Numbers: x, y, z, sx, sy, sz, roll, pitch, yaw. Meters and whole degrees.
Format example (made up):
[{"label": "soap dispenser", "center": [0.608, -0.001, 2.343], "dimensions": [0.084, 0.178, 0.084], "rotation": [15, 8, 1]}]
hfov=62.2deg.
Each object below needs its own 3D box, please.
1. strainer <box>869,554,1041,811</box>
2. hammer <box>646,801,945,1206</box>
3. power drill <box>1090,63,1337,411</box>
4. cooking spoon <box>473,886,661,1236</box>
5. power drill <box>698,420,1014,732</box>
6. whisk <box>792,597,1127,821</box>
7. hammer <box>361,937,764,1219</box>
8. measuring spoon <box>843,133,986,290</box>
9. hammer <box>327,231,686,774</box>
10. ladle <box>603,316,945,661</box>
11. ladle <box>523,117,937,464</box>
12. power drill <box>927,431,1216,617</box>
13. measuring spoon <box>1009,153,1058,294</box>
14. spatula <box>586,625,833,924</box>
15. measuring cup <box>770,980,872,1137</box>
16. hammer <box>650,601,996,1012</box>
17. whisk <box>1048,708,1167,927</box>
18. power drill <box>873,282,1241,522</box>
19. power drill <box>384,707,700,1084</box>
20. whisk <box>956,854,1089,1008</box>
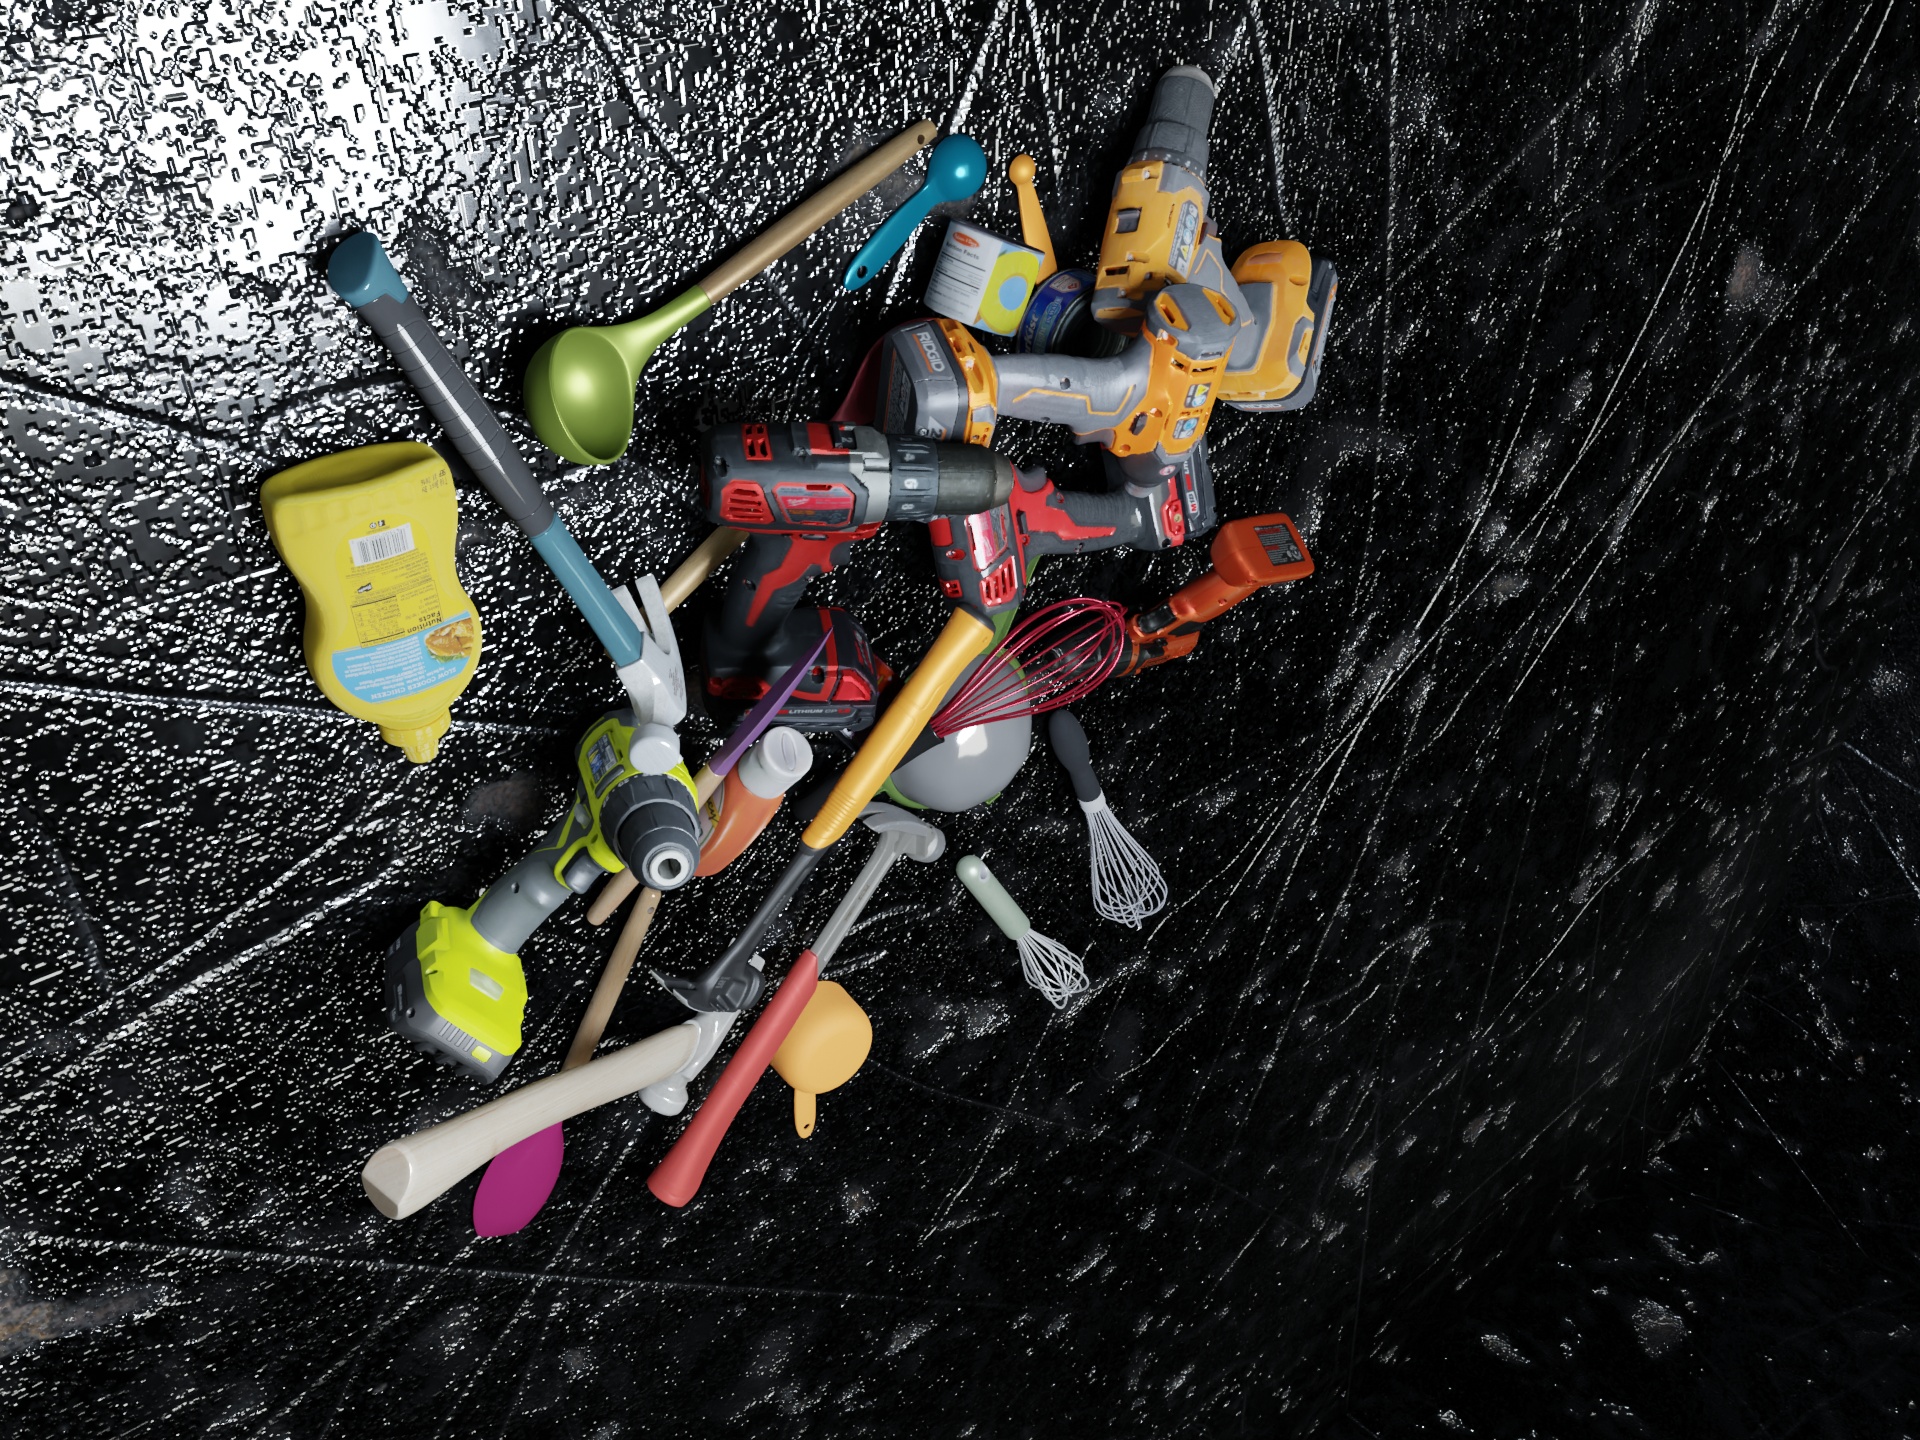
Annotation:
[{"label": "strainer", "center": [0.030, -0.028, 1.238], "dimensions": [0.151, 0.069, 0.256], "rotation": [3, 117, -44]}, {"label": "hammer", "center": [-0.140, 0.222, 1.236], "dimensions": [0.359, 0.037, 0.149], "rotation": [-57, 157, 3]}, {"label": "power drill", "center": [0.185, -0.338, 1.141], "dimensions": [0.226, 0.084, 0.185], "rotation": [19, 82, -48]}, {"label": "cooking spoon", "center": [-0.289, 0.260, 1.188], "dimensions": [0.068, 0.017, 0.319], "rotation": [10, 111, -47]}, {"label": "power drill", "center": [-0.075, -0.093, 1.004], "dimensions": [0.188, 0.080, 0.226], "rotation": [-1, 140, -15]}, {"label": "whisk", "center": [-0.002, -0.004, 1.175], "dimensions": [0.296, 0.073, 0.073], "rotation": [-32, 141, 12]}, {"label": "hammer", "center": [-0.250, 0.238, 1.058], "dimensions": [0.146, 0.038, 0.410], "rotation": [-59, 167, 8]}, {"label": "measuring spoon", "center": [-0.026, -0.320, 1.013], "dimensions": [0.128, 0.021, 0.042], "rotation": [-49, 139, -6]}, {"label": "hammer", "center": [-0.245, -0.122, 0.899], "dimensions": [0.033, 0.128, 0.330], "rotation": [-21, 128, 10]}, {"label": "ladle", "center": [-0.118, -0.153, 1.046], "dimensions": [0.315, 0.031, 0.069], "rotation": [-46, 145, -5]}, {"label": "ladle", "center": [-0.126, -0.263, 0.939], "dimensions": [0.320, 0.062, 0.078], "rotation": [-42, 134, -16]}, {"label": "power drill", "center": [0.073, -0.171, 1.163], "dimensions": [0.219, 0.079, 0.143], "rotation": [-21, 110, -25]}, {"label": "measuring spoon", "center": [0.054, -0.332, 1.087], "dimensions": [0.021, 0.011, 0.116], "rotation": [-38, 139, -17]}, {"label": "spatula", "center": [-0.172, 0.047, 1.043], "dimensions": [0.315, 0.018, 0.060], "rotation": [-46, -170, 35]}, {"label": "measuring cup", "center": [-0.119, 0.304, 1.349], "dimensions": [0.095, 0.052, 0.173], "rotation": [-19, 127, -33]}, {"label": "hammer", "center": [-0.086, 0.059, 1.101], "dimensions": [0.337, 0.034, 0.127], "rotation": [-55, 161, 0]}, {"label": "whisk", "center": [0.125, 0.092, 1.428], "dimensions": [0.070, 0.070, 0.284], "rotation": [-39, 132, -15]}, {"label": "power drill", "center": [0.062, -0.198, 1.047], "dimensions": [0.226, 0.084, 0.164], "rotation": [-11, 146, -17]}, {"label": "power drill", "center": [-0.251, 0.110, 0.990], "dimensions": [0.228, 0.191, 0.080], "rotation": [-47, 118, 2]}, {"label": "whisk", "center": [0.054, 0.191, 1.442], "dimensions": [0.246, 0.059, 0.058], "rotation": [54, 41, -44]}]
